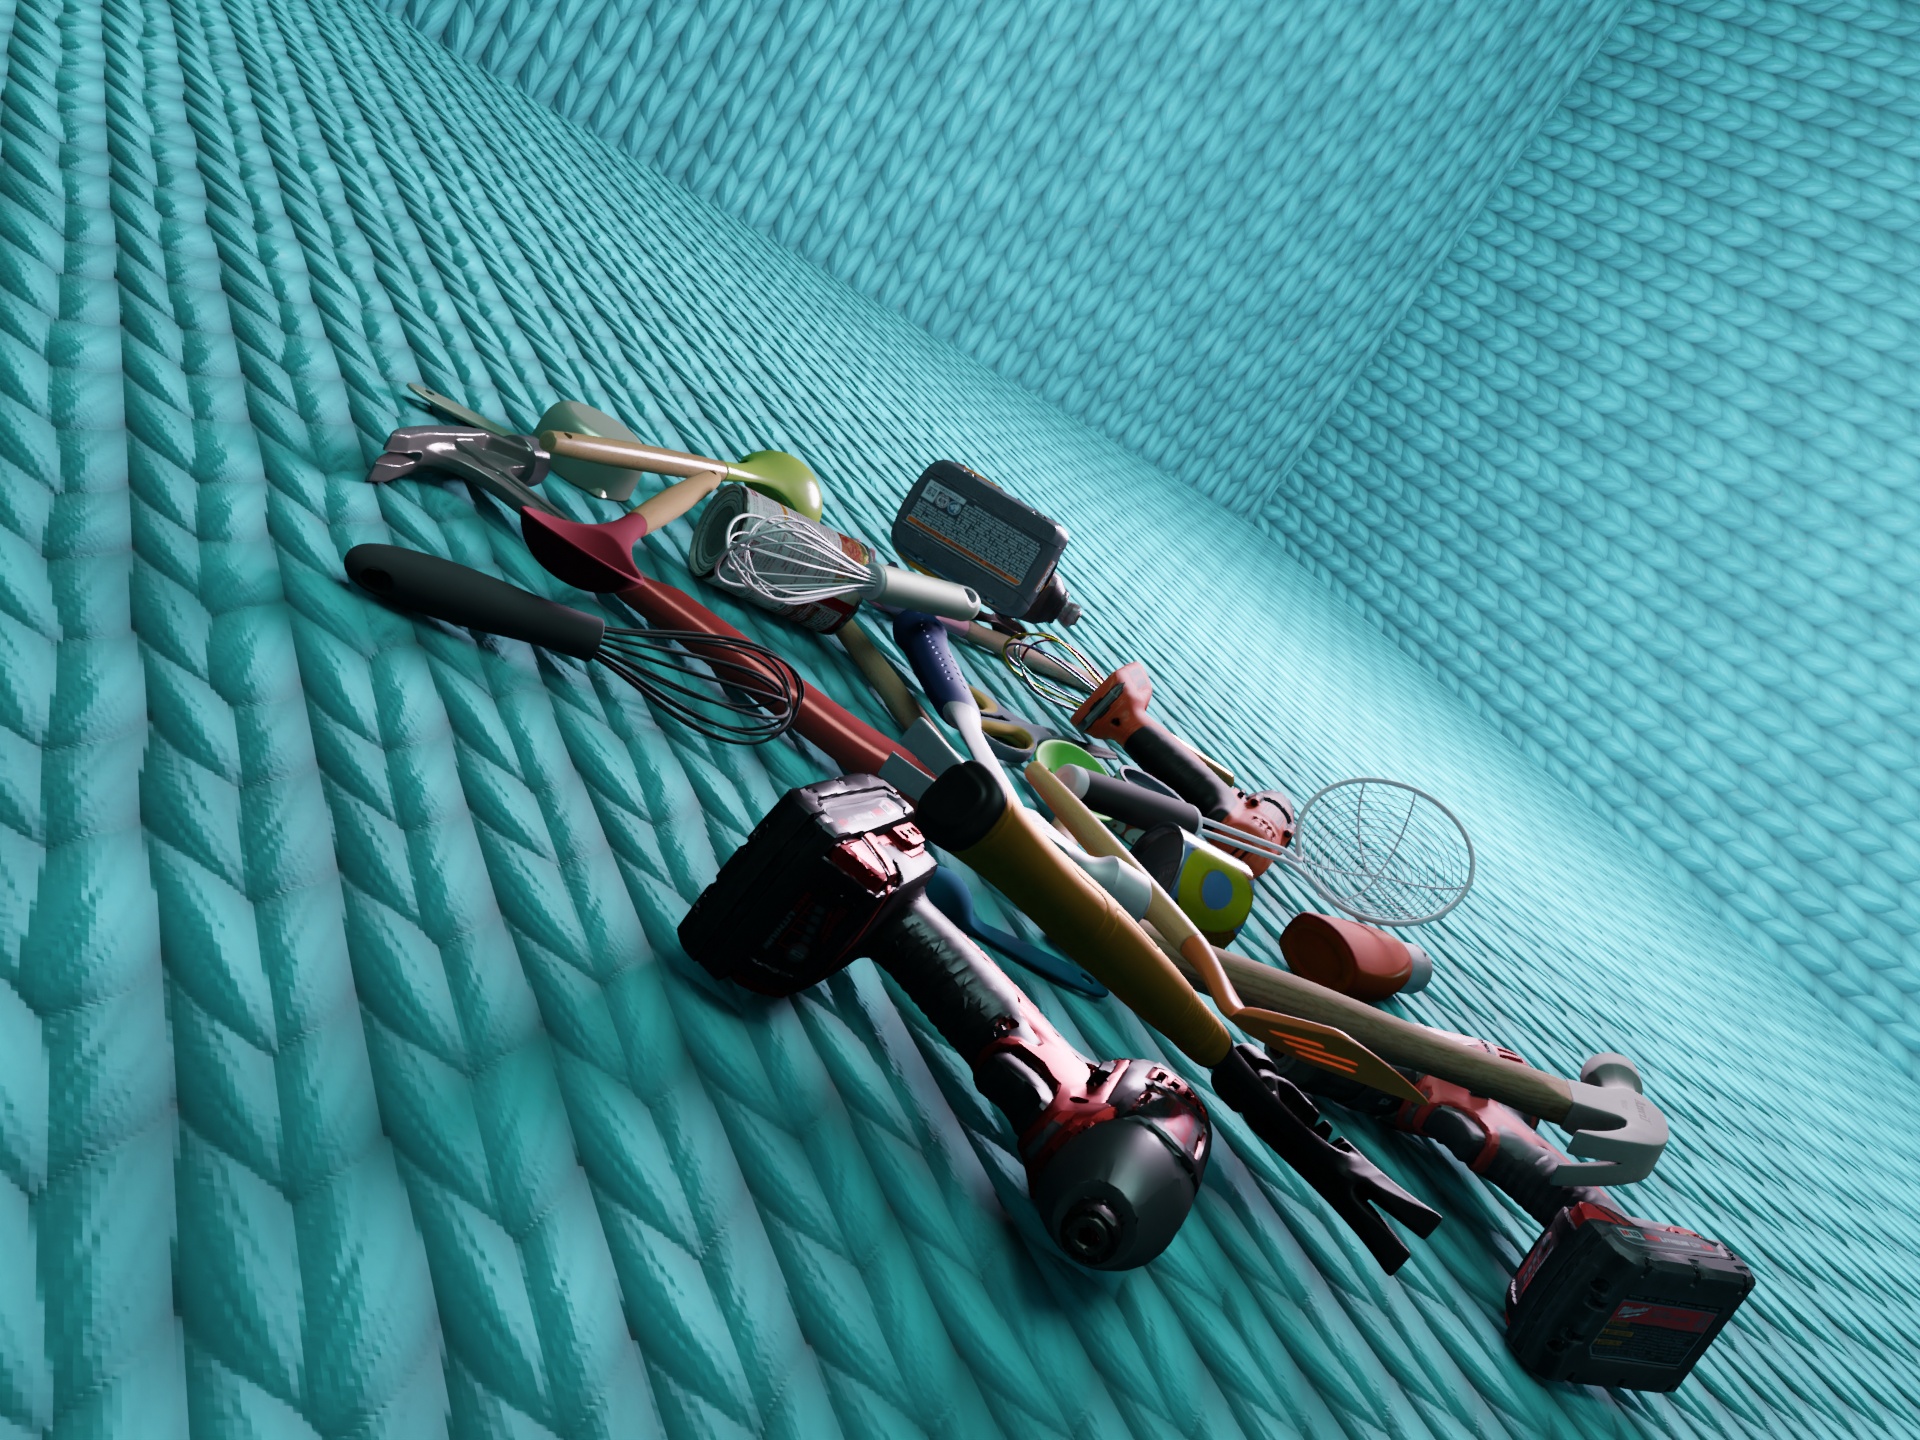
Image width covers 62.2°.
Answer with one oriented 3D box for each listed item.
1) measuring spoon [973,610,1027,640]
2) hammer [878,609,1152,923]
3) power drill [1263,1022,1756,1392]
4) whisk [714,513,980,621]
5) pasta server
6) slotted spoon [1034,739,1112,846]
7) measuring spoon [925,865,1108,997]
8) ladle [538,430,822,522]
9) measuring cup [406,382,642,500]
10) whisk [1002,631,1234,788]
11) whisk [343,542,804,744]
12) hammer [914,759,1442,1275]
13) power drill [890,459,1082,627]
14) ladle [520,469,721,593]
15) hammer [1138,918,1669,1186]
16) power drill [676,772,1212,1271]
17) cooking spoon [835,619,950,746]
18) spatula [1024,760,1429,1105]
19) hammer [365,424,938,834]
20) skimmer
[{"bbox_3d":[0.005,-0.084,1.330,0.124,0.018,0.034,12,28,-39],"label":"measuring spoon"},{"bbox_3d":[-0.001,-0.003,0.933,0.144,0.035,0.406,34,9,-18],"label":"hammer"},{"bbox_3d":[0.279,0.239,0.850,0.187,0.080,0.227,18,19,-27],"label":"power drill"},{"bbox_3d":[-0.063,-0.089,1.007,0.246,0.059,0.058,8,53,-54],"label":"whisk"},{"bbox_3d":[0.024,-0.074,1.290,0.316,0.040,0.060,21,11,-43],"label":"pasta server"},{"bbox_3d":[0.061,0.064,0.958,0.070,0.031,0.314,39,13,-1],"label":"slotted spoon"},{"bbox_3d":[0.027,0.107,0.815,0.128,0.021,0.042,29,17,-15],"label":"measuring spoon"},{"bbox_3d":[-0.186,-0.163,1.080,0.078,0.062,0.320,48,19,14],"label":"ladle"},{"bbox_3d":[-0.277,-0.196,1.036,0.167,0.038,0.083,22,21,-44],"label":"measuring cup"},{"bbox_3d":[0.135,-0.004,1.305,0.244,0.047,0.051,31,15,-23],"label":"whisk"},{"bbox_3d":[-0.183,-0.039,0.783,0.238,0.055,0.055,20,22,-29],"label":"whisk"},{"bbox_3d":[0.087,0.118,0.629,0.336,0.034,0.127,46,-3,-42],"label":"hammer"},{"bbox_3d":[0.027,-0.126,1.247,0.164,0.084,0.226,31,1,1],"label":"power drill"},{"bbox_3d":[-0.178,-0.117,0.903,0.069,0.031,0.315,34,17,-5],"label":"ladle"},{"bbox_3d":[0.206,0.161,0.840,0.331,0.031,0.130,20,16,8],"label":"hammer"},{"bbox_3d":[0.003,0.123,0.627,0.220,0.078,0.143,42,12,9],"label":"power drill"},{"bbox_3d":[-0.020,0.012,0.998,0.068,0.017,0.319,19,24,-44],"label":"cooking spoon"},{"bbox_3d":[0.115,0.097,0.826,0.081,0.041,0.323,39,6,-37],"label":"spatula"},{"bbox_3d":[-0.153,-0.052,0.885,0.359,0.036,0.149,36,17,6],"label":"hammer"},{"bbox_3d":[0.210,0.062,1.057,0.363,0.090,0.127,19,39,-41],"label":"skimmer"}]
